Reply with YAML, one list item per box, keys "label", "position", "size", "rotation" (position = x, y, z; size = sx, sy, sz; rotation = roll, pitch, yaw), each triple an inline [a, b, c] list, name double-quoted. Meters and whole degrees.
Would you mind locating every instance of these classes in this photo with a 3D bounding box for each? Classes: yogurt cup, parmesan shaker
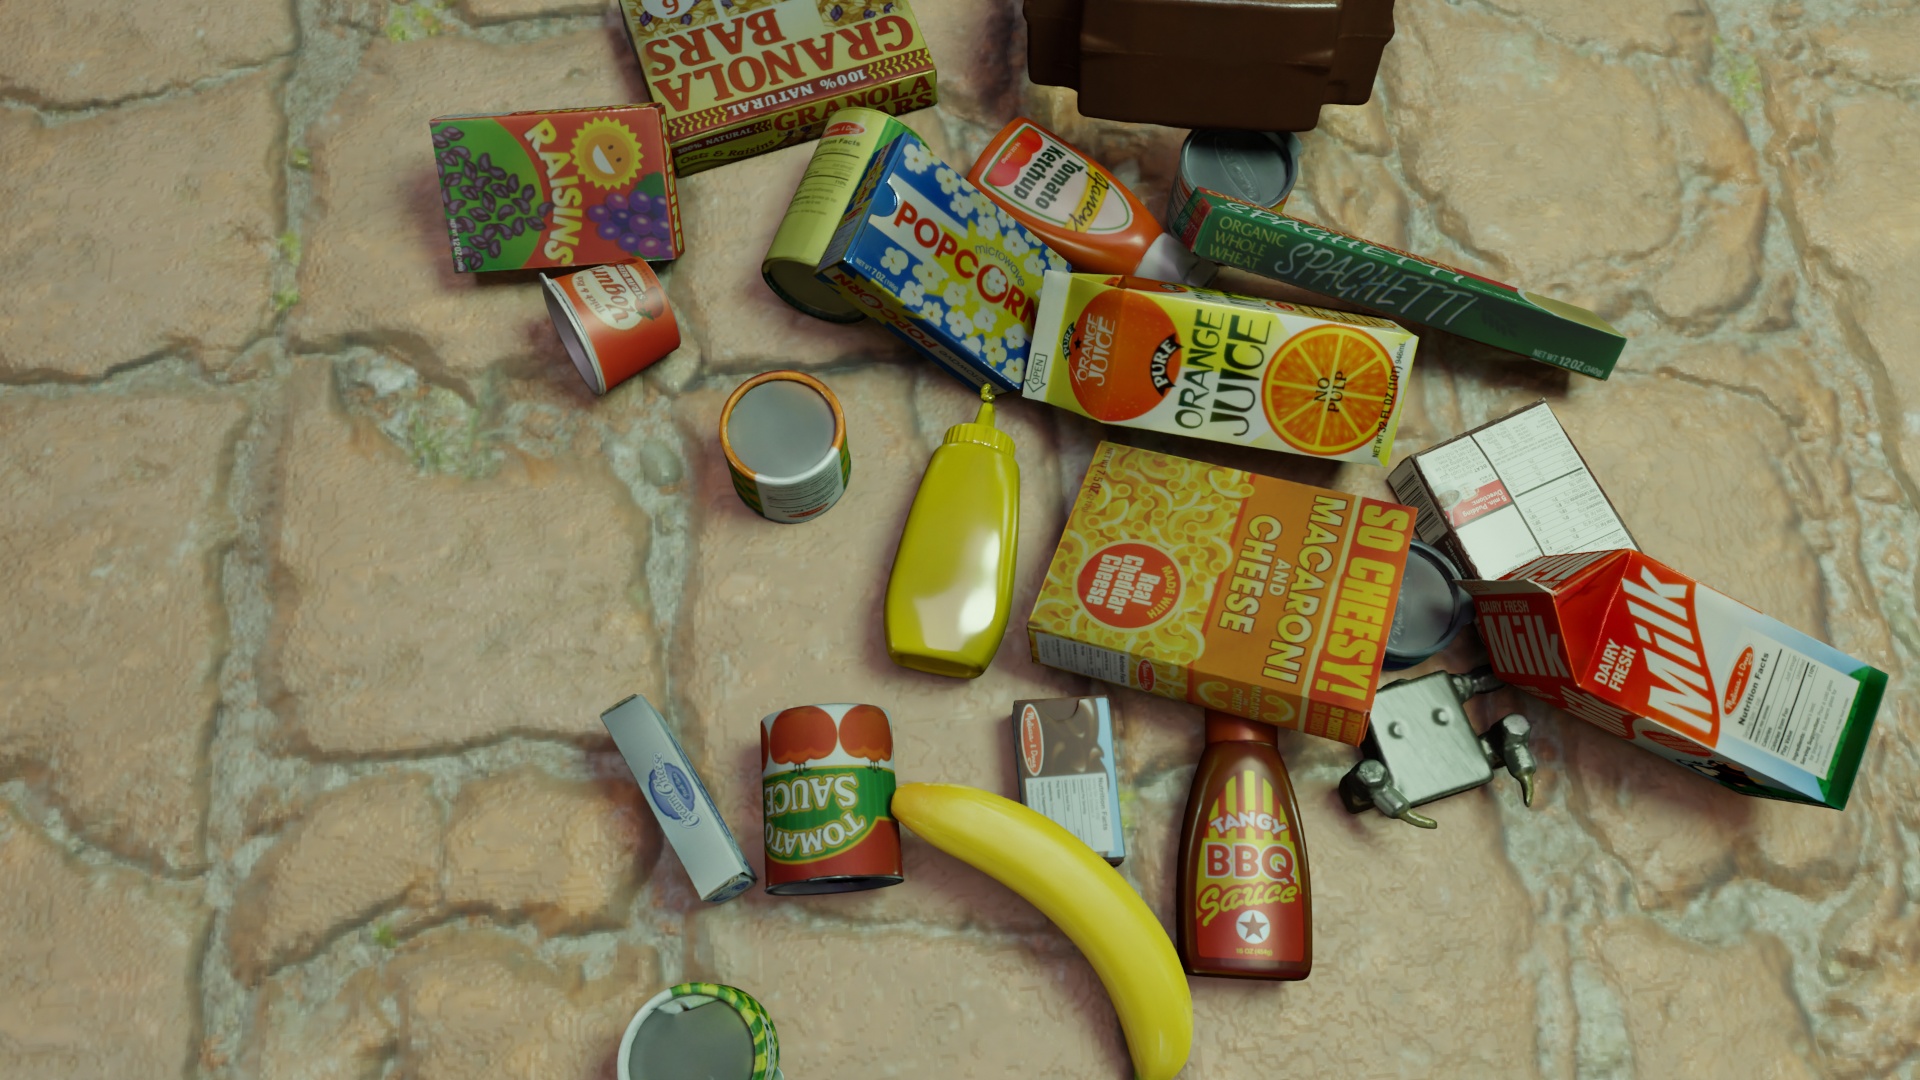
- label: "yogurt cup"
  position: [-0.189, -0.120, 0.761]
  size: [0.054, 0.072, 0.072]
  rotation: [-28, 74, -19]
- label: "parmesan shaker"
  position: [-0.065, -0.182, 0.786]
  size: [0.071, 0.071, 0.103]
  rotation: [20, 72, 5]

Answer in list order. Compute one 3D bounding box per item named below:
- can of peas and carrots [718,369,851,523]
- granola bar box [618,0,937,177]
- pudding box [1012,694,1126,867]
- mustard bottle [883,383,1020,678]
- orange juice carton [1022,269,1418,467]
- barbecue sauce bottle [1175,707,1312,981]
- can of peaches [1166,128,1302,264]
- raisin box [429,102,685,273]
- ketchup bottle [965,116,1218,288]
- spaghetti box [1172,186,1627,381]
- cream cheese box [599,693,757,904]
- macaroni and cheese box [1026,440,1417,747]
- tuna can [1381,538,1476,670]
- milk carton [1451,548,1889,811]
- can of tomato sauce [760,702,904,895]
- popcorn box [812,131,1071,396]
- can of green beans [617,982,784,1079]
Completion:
- label: "can of peas and carrots"
  position: [-0.094, -0.052, 0.741]
  size: [0.071, 0.058, 0.071]
  rotation: [1, 71, -2]
- label: "granola bar box"
  position: [-0.111, -0.301, 0.839]
  size: [0.166, 0.039, 0.124]
  rotation: [-19, 72, -8]
- label: "pudding box"
  position: [0.054, 0.122, 0.698]
  size: [0.050, 0.030, 0.084]
  rotation: [-4, 71, -2]
- label: "mustard bottle"
  position: [0.003, -0.009, 0.734]
  size: [0.065, 0.048, 0.161]
  rotation: [12, 70, 2]
- label: "orange juice carton"
  position: [0.133, -0.095, 0.742]
  size: [0.193, 0.073, 0.071]
  rotation: [9, 106, 2]
- label: "barbecue sauce bottle"
  position: [0.140, 0.139, 0.688]
  size: [0.065, 0.043, 0.149]
  rotation: [3, 70, 1]
- label: "can of peaches"
  position: [0.157, -0.202, 0.802]
  size: [0.071, 0.058, 0.071]
  rotation: [1, 70, -1]
- label: "raisin box"
  position: [-0.223, -0.197, 0.778]
  size: [0.123, 0.040, 0.085]
  rotation: [-4, 109, -3]
- label: "ketchup bottle"
  position: [0.077, -0.181, 0.800]
  size: [0.149, 0.043, 0.065]
  rotation: [35, 74, 10]
- label: "spaghetti box"
  position: [0.239, -0.140, 0.757]
  size: [0.250, 0.028, 0.050]
  rotation: [15, 26, -9]
- label: "cream cheese box"
  position: [-0.137, 0.127, 0.679]
  size: [0.024, 0.053, 0.104]
  rotation: [-31, 74, -9]
- label: "macaroni and cheese box"
  position: [0.133, 0.023, 0.700]
  size: [0.166, 0.040, 0.124]
  rotation: [14, 58, 17]
- label: "tuna can"
  position: [0.231, 0.034, 0.733]
  size: [0.071, 0.032, 0.071]
  rotation: [0, 71, -1]
- label: "milk carton"
  position: [0.339, 0.059, 0.681]
  size: [0.190, 0.072, 0.073]
  rotation: [25, 83, -7]
- label: "can of tomato sauce"
  position: [-0.064, 0.126, 0.673]
  size: [0.071, 0.071, 0.083]
  rotation: [-4, 70, -3]
- label: "popcorn box"
  position: [-0.007, -0.146, 0.755]
  size: [0.126, 0.038, 0.085]
  rotation: [33, 70, -28]
- label: "can of green beans"
  position: [-0.119, 0.238, 0.638]
  size: [0.071, 0.057, 0.071]
  rotation: [1, 71, -1]
